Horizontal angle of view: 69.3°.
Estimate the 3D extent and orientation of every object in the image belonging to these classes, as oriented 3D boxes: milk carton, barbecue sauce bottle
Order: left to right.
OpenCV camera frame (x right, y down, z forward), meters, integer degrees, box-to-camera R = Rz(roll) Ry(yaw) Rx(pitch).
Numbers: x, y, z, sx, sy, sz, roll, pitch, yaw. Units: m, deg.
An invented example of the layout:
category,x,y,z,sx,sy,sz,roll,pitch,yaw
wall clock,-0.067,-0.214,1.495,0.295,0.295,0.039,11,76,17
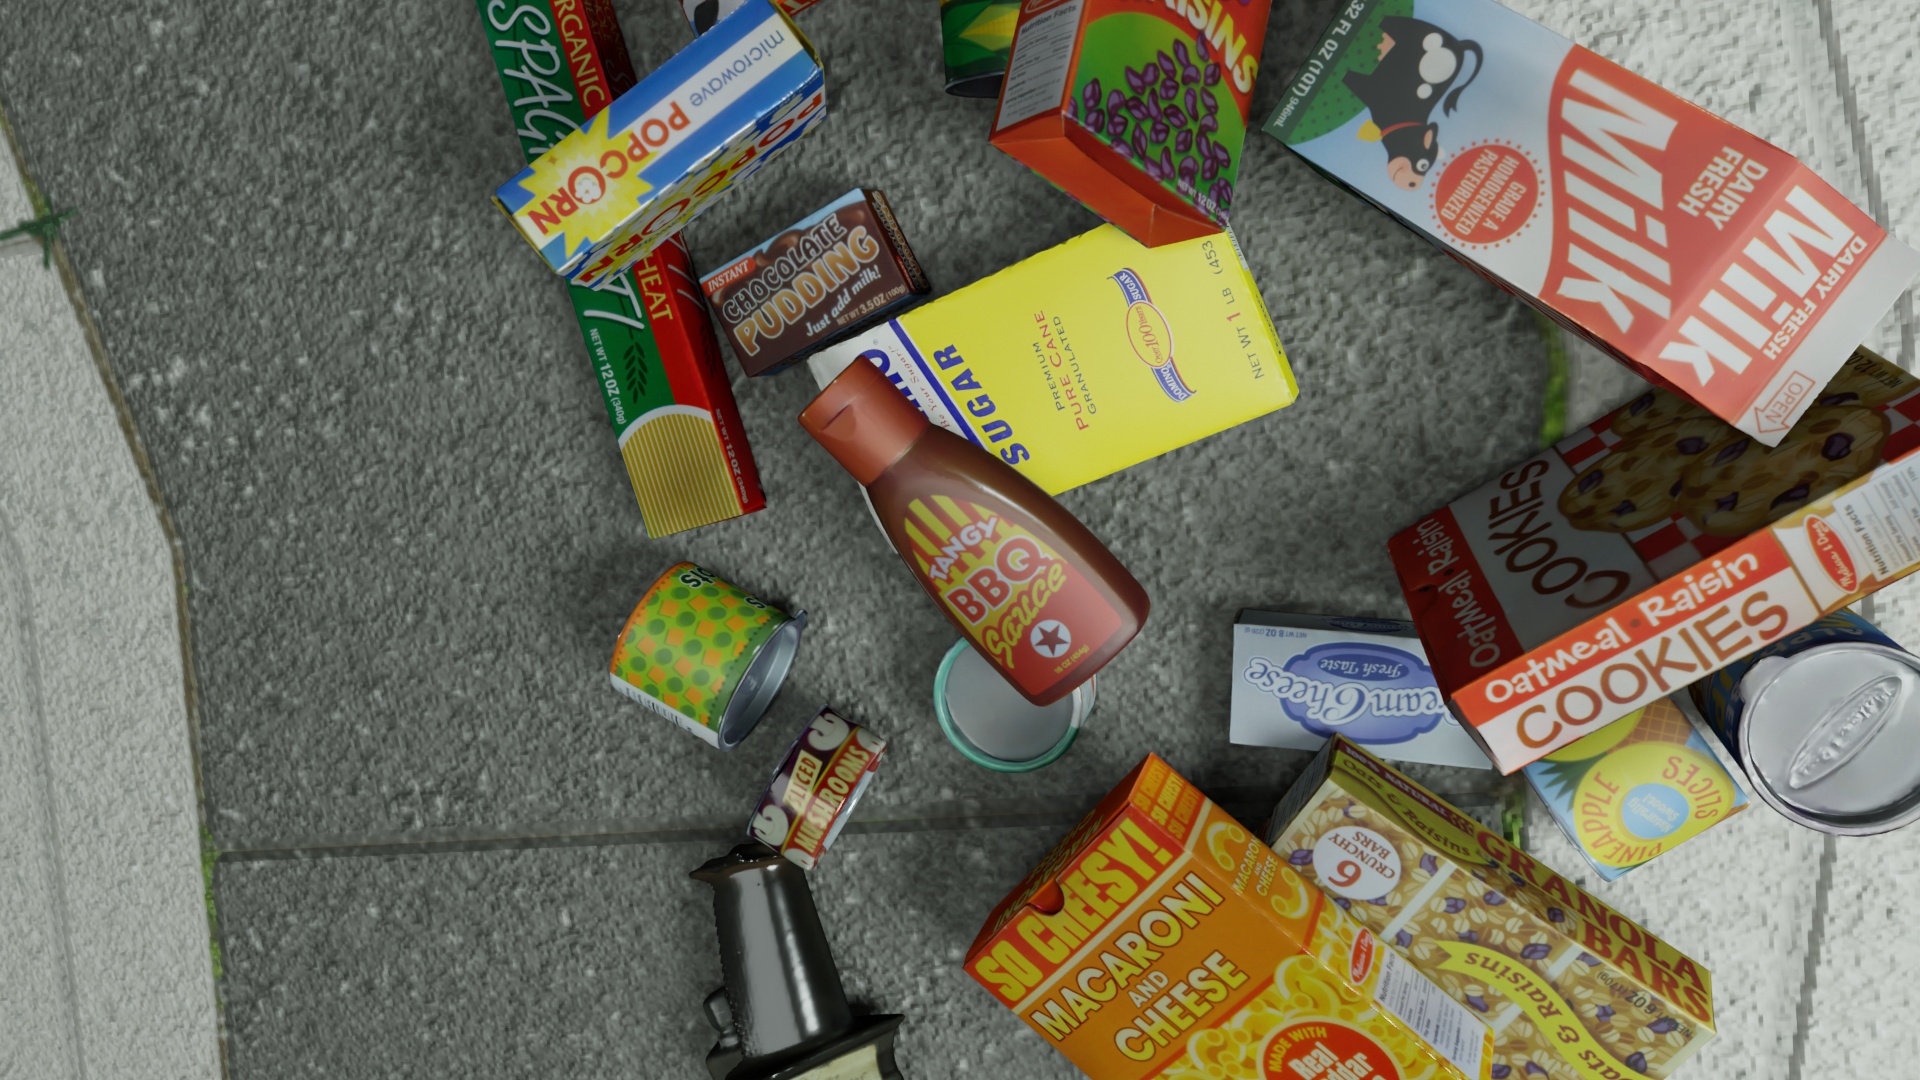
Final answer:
category,x,y,z,sx,sy,sz,roll,pitch,yaw
barbecue sauce bottle,0.002,-0.007,0.536,0.148,0.044,0.064,45,114,-6
milk carton,0.203,-0.113,0.458,0.191,0.073,0.072,40,109,24

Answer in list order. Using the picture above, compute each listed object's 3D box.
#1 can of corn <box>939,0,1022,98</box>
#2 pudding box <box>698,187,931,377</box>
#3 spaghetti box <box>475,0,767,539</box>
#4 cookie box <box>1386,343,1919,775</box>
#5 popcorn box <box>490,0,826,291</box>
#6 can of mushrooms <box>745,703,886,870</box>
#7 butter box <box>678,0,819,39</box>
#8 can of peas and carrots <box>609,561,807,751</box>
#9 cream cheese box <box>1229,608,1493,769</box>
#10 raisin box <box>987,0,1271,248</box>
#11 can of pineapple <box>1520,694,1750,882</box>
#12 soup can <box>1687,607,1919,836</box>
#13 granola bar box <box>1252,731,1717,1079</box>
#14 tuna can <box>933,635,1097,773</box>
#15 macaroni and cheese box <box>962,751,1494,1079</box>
category,x,y,z,sx,sy,sz,roll,pitch,yaw
can of corn,0.027,-0.201,0.522,0.071,0.071,0.058,-1,100,16
pudding box,-0.061,-0.108,0.585,0.083,0.030,0.049,-24,93,19
spaghetti box,-0.147,-0.125,0.607,0.050,0.029,0.249,-15,97,17
cookie box,0.235,-0.004,0.470,0.167,0.123,0.040,-33,106,19
popcorn box,-0.112,-0.152,0.542,0.127,0.085,0.038,-37,98,-1
can of mushrooms,-0.062,0.108,0.607,0.033,0.071,0.071,31,108,6
butter box,-0.070,-0.245,0.564,0.103,0.024,0.053,-21,94,19
can of peas and carrots,-0.110,0.048,0.612,0.059,0.071,0.070,27,107,10
cream cheese box,0.162,0.059,0.558,0.104,0.024,0.053,3,103,15
raisin box,0.064,-0.177,0.482,0.040,0.086,0.123,-4,68,50
can of pineapple,0.246,0.085,0.515,0.057,0.071,0.071,-37,89,19
soup can,0.297,0.055,0.487,0.071,0.084,0.071,3,102,15
granola bar box,0.185,0.172,0.552,0.166,0.039,0.123,33,121,7
tuna can,0.021,0.065,0.594,0.071,0.033,0.071,3,101,15
macaroni and cheese box,0.100,0.180,0.545,0.166,0.040,0.123,39,123,4
